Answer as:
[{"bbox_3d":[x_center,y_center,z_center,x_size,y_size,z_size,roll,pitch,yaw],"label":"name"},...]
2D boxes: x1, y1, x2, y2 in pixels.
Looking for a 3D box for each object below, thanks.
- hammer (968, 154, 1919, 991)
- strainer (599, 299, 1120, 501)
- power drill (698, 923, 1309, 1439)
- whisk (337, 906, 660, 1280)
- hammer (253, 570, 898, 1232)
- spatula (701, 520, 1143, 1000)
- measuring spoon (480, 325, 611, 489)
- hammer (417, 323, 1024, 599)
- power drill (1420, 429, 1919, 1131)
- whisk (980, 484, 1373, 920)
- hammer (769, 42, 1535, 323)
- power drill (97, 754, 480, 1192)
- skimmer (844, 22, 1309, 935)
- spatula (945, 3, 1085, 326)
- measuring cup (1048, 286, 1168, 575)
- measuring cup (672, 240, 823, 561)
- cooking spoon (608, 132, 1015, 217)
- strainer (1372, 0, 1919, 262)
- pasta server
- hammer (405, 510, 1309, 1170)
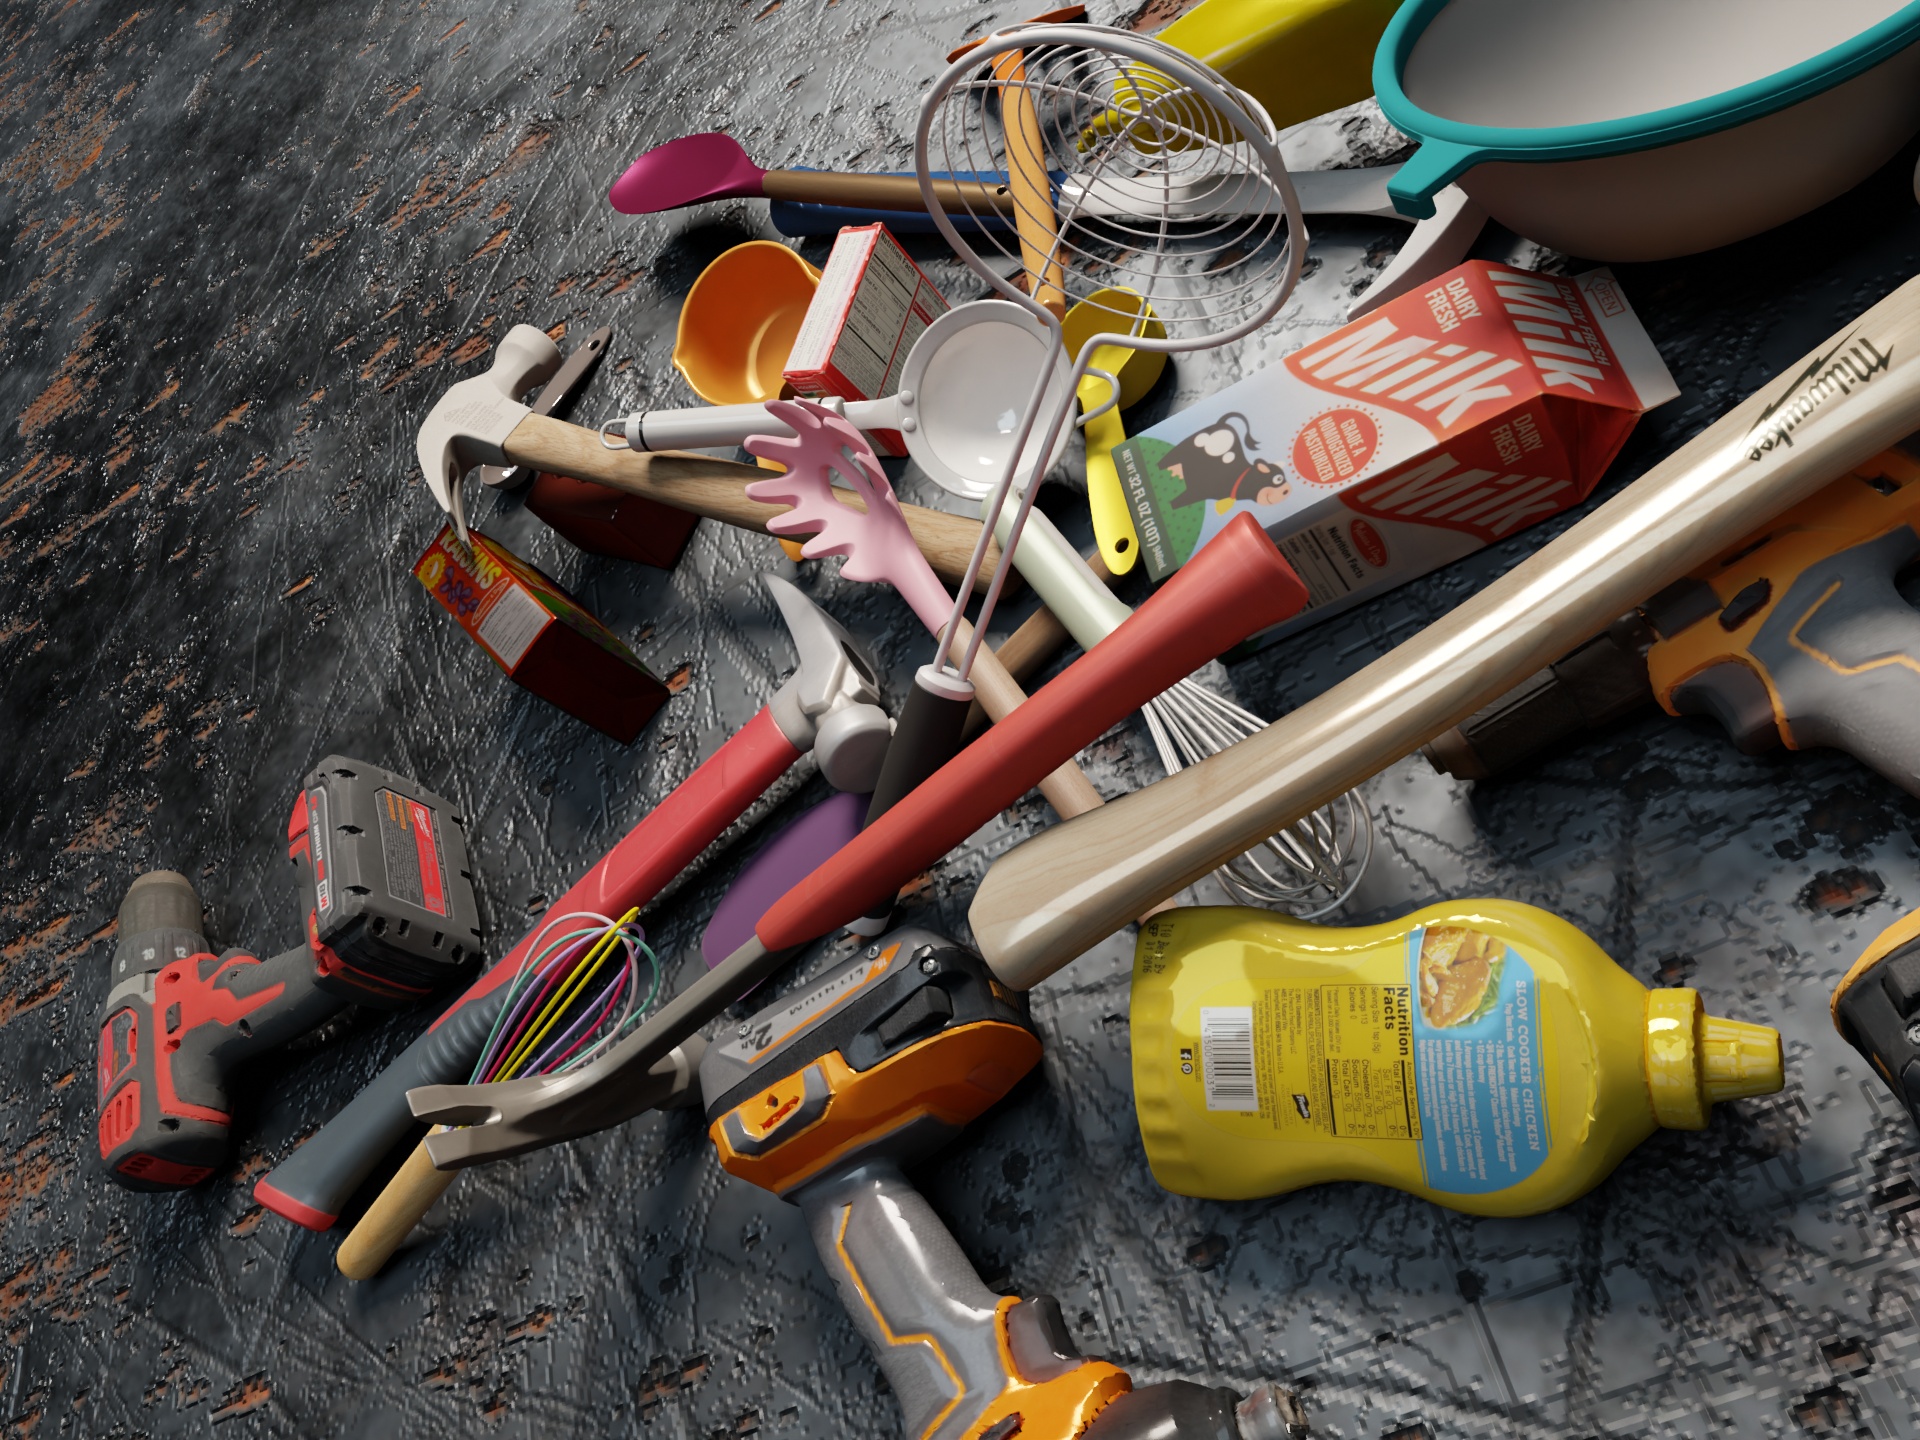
[{"bbox_3d":[0.178,-0.027,0.484,0.410,0.038,0.146,-35,39,14],"label":"hammer"},{"bbox_3d":[-0.049,-0.139,0.722,0.258,0.050,0.087,-1,96,18],"label":"strainer"},{"bbox_3d":[0.008,0.188,0.541,0.164,0.084,0.227,-32,56,14],"label":"power drill"},{"bbox_3d":[-0.205,0.166,0.691,0.245,0.051,0.047,-50,28,22],"label":"whisk"},{"bbox_3d":[-0.191,0.094,0.744,0.386,0.038,0.143,-43,41,9],"label":"hammer"},{"bbox_3d":[-0.001,-0.002,0.688,0.316,0.018,0.060,-45,46,6],"label":"spatula"},{"bbox_3d":[-0.244,-0.186,0.956,0.034,0.018,0.124,20,71,39],"label":"measuring spoon"},{"bbox_3d":[-0.122,-0.110,0.761,0.331,0.031,0.130,17,59,22],"label":"hammer"},{"bbox_3d":[0.253,0.016,0.472,0.185,0.084,0.226,-33,47,15],"label":"power drill"},{"bbox_3d":[0.073,-0.018,0.615,0.059,0.057,0.247,-44,52,11],"label":"whisk"},{"bbox_3d":[0.059,-0.250,0.772,0.406,0.035,0.144,13,73,38],"label":"hammer"},{"bbox_3d":[-0.366,0.114,0.832,0.226,0.080,0.188,-37,50,15],"label":"power drill"},{"bbox_3d":[0.005,-0.053,0.556,0.127,0.090,0.363,23,118,4],"label":"skimmer"},{"bbox_3d":[0.032,-0.275,0.755,0.081,0.041,0.323,-16,46,13],"label":"spatula"},{"bbox_3d":[0.070,-0.123,0.697,0.062,0.029,0.157,-24,54,31],"label":"measuring cup"},{"bbox_3d":[-0.088,-0.158,0.817,0.095,0.052,0.174,-20,75,25],"label":"measuring cup"},{"bbox_3d":[-0.084,-0.285,0.850,0.319,0.017,0.069,19,67,39],"label":"cooking spoon"},{"bbox_3d":[0.280,-0.279,0.619,0.211,0.095,0.341,-9,43,27],"label":"strainer"},{"bbox_3d":[0.005,-0.017,0.640,0.316,0.040,0.060,55,128,26],"label":"pasta server"},{"bbox_3d":[-0.033,0.050,0.565,0.359,0.149,0.037,-39,70,20],"label":"hammer"}]
